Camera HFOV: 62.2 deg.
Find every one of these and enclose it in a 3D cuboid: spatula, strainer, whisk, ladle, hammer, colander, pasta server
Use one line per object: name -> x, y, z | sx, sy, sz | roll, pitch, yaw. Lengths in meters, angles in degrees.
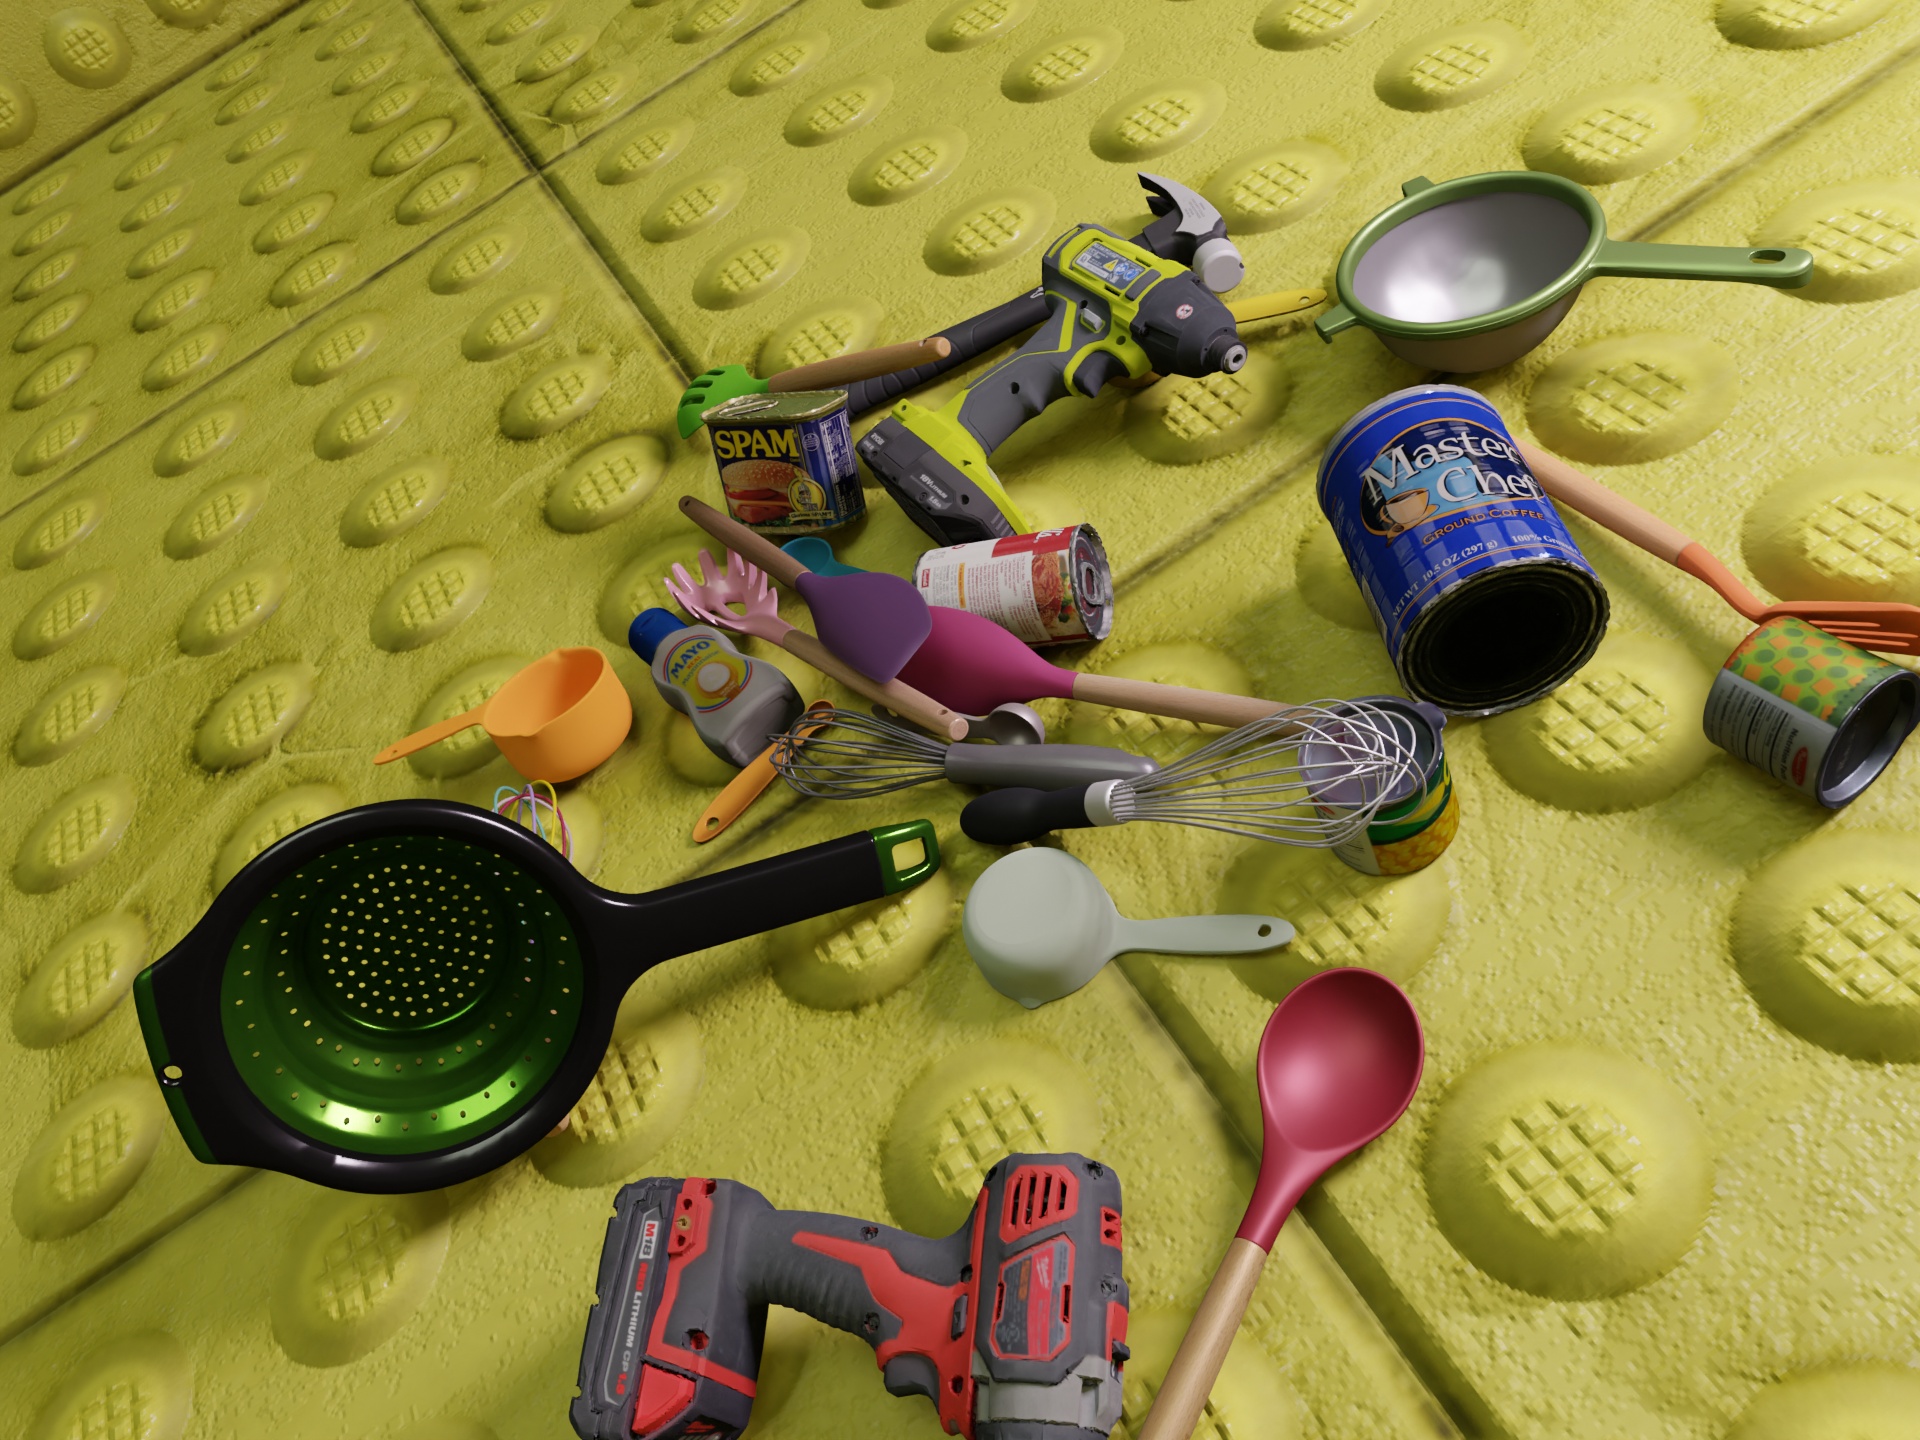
spatula -> 0.353, -0.101, 0.797 | 0.041, 0.081, 0.323 | -59, 38, 17
strainer -> 0.345, -0.243, 0.908 | 0.256, 0.069, 0.151 | 14, 58, 35
spatula -> -0.107, -0.096, 0.996 | 0.060, 0.018, 0.316 | -52, 40, -4
whisk -> -0.003, 0.022, 0.880 | 0.239, 0.055, 0.055 | 3, 54, 25
ladle -> 0.106, 0.233, 0.633 | 0.069, 0.031, 0.315 | 18, 57, 27
hammer -> 0.027, -0.285, 1.133 | 0.335, 0.035, 0.146 | -24, 43, 9
colander -> -0.208, 0.109, 0.840 | 0.397, 0.204, 0.095 | -15, 17, -15
pasta server -> -0.091, -0.048, 0.962 | 0.060, 0.040, 0.316 | -31, 33, -22
whisk -> 0.096, 0.037, 0.762 | 0.284, 0.070, 0.070 | -12, 44, 49
whisk -> -0.245, 0.127, 0.919 | 0.047, 0.051, 0.245 | -21, 48, 2

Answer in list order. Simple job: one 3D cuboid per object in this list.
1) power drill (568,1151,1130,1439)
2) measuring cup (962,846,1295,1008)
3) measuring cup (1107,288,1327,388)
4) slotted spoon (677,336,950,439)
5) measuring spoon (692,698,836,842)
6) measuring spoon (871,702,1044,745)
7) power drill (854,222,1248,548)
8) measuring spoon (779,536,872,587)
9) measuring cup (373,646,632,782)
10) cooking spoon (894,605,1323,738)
power drill -> -0.042, 0.277, 0.661 | 0.227, 0.080, 0.188 | -6, 57, 18
measuring cup -> 0.077, 0.096, 0.776 | 0.167, 0.038, 0.083 | -4, 51, 27
measuring cup -> 0.163, -0.253, 1.044 | 0.156, 0.029, 0.062 | -9, 49, 16
slotted spoon -> -0.113, -0.239, 1.112 | 0.314, 0.031, 0.070 | 3, 56, 49
measuring spoon -> -0.117, 0.032, 0.957 | 0.117, 0.011, 0.021 | -46, 58, -10
measuring spoon -> -0.001, -0.003, 0.913 | 0.124, 0.034, 0.018 | 8, 46, 38
power drill -> 0.058, -0.201, 0.994 | 0.223, 0.080, 0.171 | -44, 48, -2
measuring spoon -> -0.068, -0.085, 1.031 | 0.129, 0.021, 0.042 | 24, 60, 30
measuring cup -> -0.293, 0.013, 1.027 | 0.173, 0.052, 0.095 | -20, 34, 12
cooking spoon -> 0.087, -0.015, 0.863 | 0.319, 0.068, 0.017 | 10, 28, 27
